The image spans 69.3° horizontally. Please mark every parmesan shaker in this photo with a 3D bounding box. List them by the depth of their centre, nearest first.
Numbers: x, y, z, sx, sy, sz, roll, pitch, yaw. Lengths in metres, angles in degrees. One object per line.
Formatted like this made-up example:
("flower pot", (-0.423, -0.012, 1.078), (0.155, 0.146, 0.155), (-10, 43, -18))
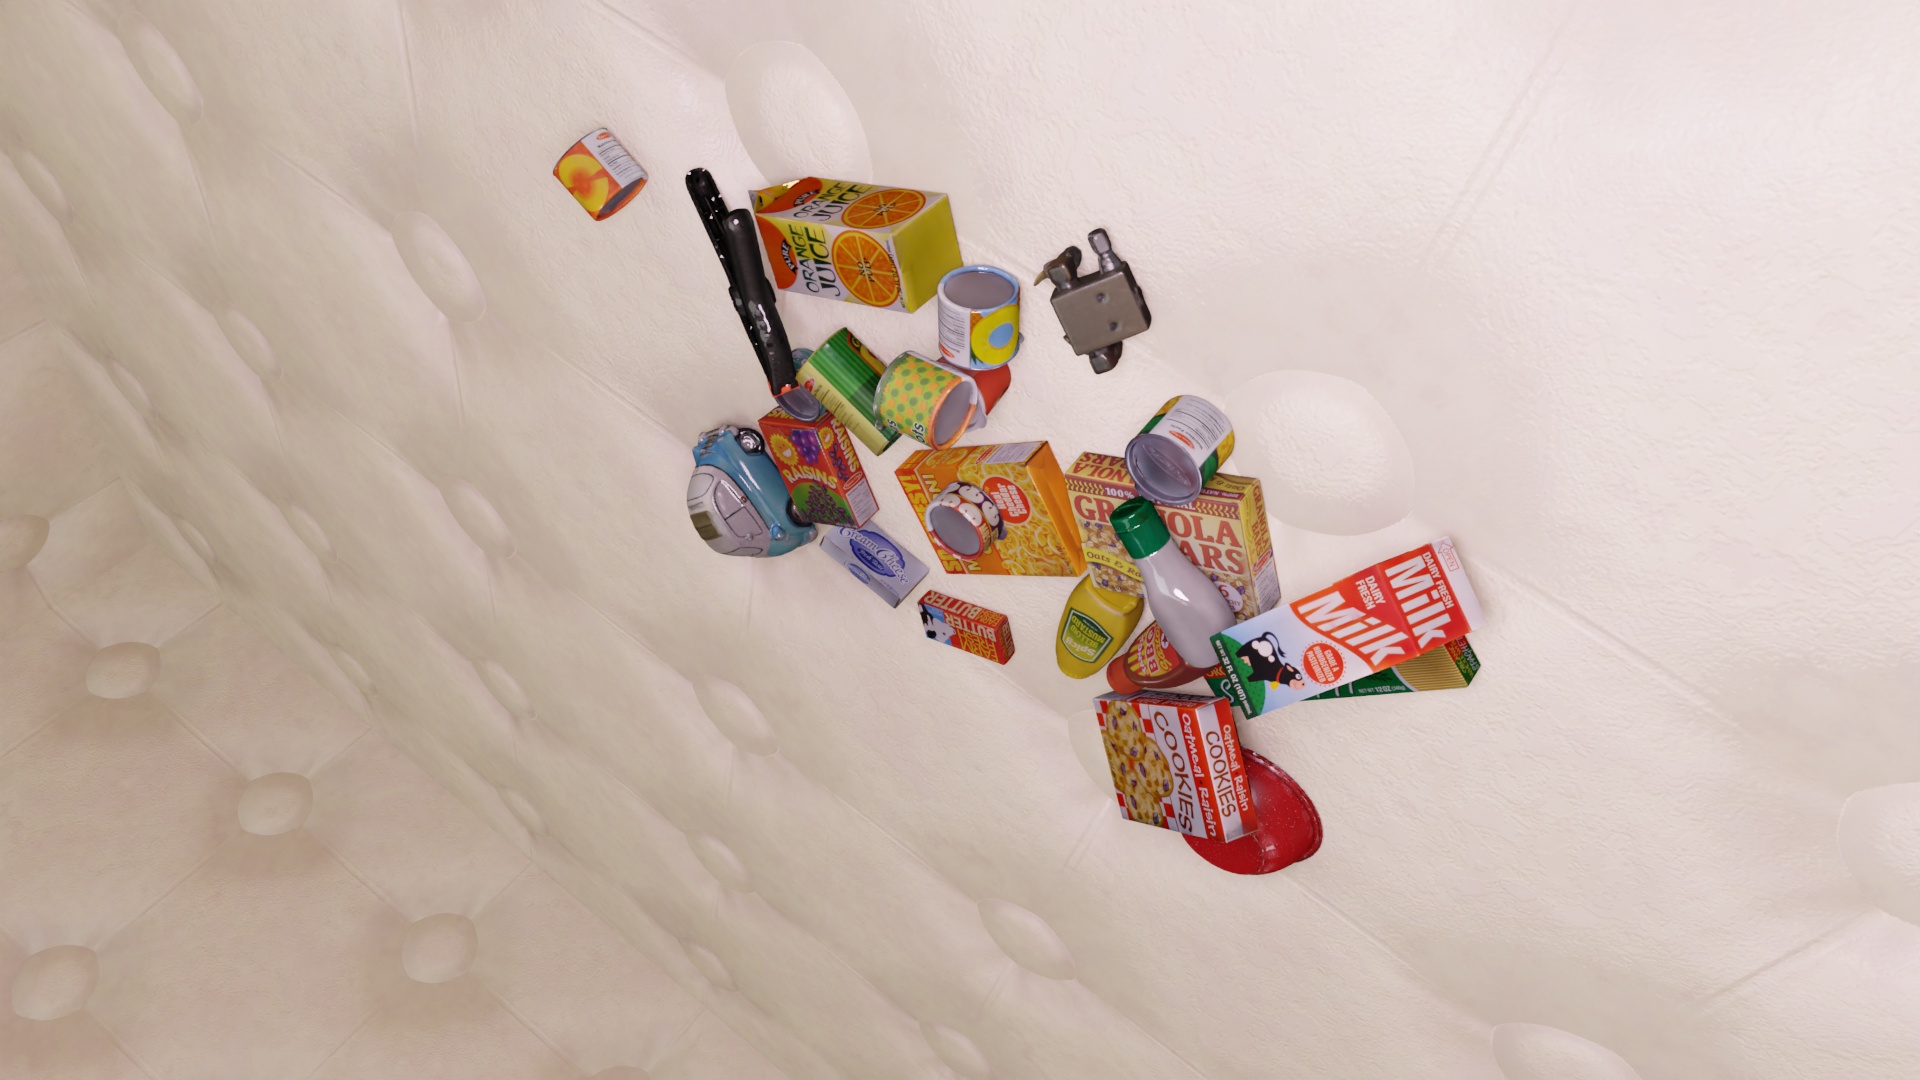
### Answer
("parmesan shaker", (-0.090, -0.134, 1.261), (0.103, 0.072, 0.071), (44, 145, -1))

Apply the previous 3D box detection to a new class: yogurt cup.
("yogurt cup", (0.006, -0.133, 1.173), (0.072, 0.054, 0.072), (27, 141, 24))

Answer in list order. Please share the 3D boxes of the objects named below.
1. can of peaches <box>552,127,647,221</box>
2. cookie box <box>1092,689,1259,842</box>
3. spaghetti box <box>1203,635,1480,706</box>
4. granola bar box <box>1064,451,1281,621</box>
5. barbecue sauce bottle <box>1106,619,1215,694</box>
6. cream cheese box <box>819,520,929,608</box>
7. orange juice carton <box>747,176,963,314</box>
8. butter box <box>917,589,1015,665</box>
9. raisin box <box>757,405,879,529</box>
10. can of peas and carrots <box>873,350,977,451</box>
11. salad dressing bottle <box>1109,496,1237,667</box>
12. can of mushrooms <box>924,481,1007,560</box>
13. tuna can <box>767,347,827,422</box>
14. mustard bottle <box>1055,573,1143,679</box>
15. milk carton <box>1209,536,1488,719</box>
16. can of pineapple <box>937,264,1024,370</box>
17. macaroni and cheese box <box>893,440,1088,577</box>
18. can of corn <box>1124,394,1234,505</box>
("can of peaches", (-0.336, -0.339, 1.295), (0.058, 0.071, 0.071), (48, 145, -6))
("cookie box", (0.195, 0.202, 1.275), (0.167, 0.040, 0.123), (-7, 98, 63))
("spaghetti box", (0.301, 0.103, 1.140), (0.249, 0.029, 0.050), (-14, 115, 51))
("granola bar box", (0.174, -0.003, 1.150), (0.165, 0.039, 0.123), (12, 134, 37))
("barbecue sauce bottle", (0.178, 0.104, 1.242), (0.044, 0.065, 0.148), (7, 159, -18))
("cream cheese box", (-0.088, 0.018, 1.424), (0.104, 0.053, 0.024), (39, 143, 8))
("orange juice carton", (-0.099, -0.247, 1.145), (0.193, 0.073, 0.071), (17, 137, 34))
("butter box", (0.006, 0.089, 1.428), (0.103, 0.024, 0.053), (17, 137, 34))
("raisin box", (-0.143, -0.074, 1.397), (0.086, 0.040, 0.123), (9, 132, 41))
("can of peas and carrots", (-0.029, -0.110, 1.120), (0.059, 0.071, 0.070), (26, 141, 24))
("salad dressing bottle", (0.171, 0.033, 1.117), (0.064, 0.044, 0.147), (-10, 118, 52))
("can of mushrooms", (0.004, -0.016, 1.241), (0.071, 0.034, 0.070), (26, 140, 24))
("tuna can", (-0.149, -0.150, 1.330), (0.071, 0.033, 0.070), (27, 142, 24))
("mustard bottle", (0.121, 0.089, 1.290), (0.065, 0.049, 0.159), (36, 144, 14))
("milk carton", (0.291, 0.064, 1.033), (0.190, 0.074, 0.072), (-28, 81, 37))
("can of pineapple", (0.016, -0.179, 1.108), (0.071, 0.071, 0.057), (26, 141, 24))
("macaroni and cheese box", (0.032, -0.027, 1.269), (0.166, 0.040, 0.123), (0, 125, 45))
("can of corn", (0.168, -0.069, 1.072), (0.071, 0.058, 0.070), (26, 141, 24))
